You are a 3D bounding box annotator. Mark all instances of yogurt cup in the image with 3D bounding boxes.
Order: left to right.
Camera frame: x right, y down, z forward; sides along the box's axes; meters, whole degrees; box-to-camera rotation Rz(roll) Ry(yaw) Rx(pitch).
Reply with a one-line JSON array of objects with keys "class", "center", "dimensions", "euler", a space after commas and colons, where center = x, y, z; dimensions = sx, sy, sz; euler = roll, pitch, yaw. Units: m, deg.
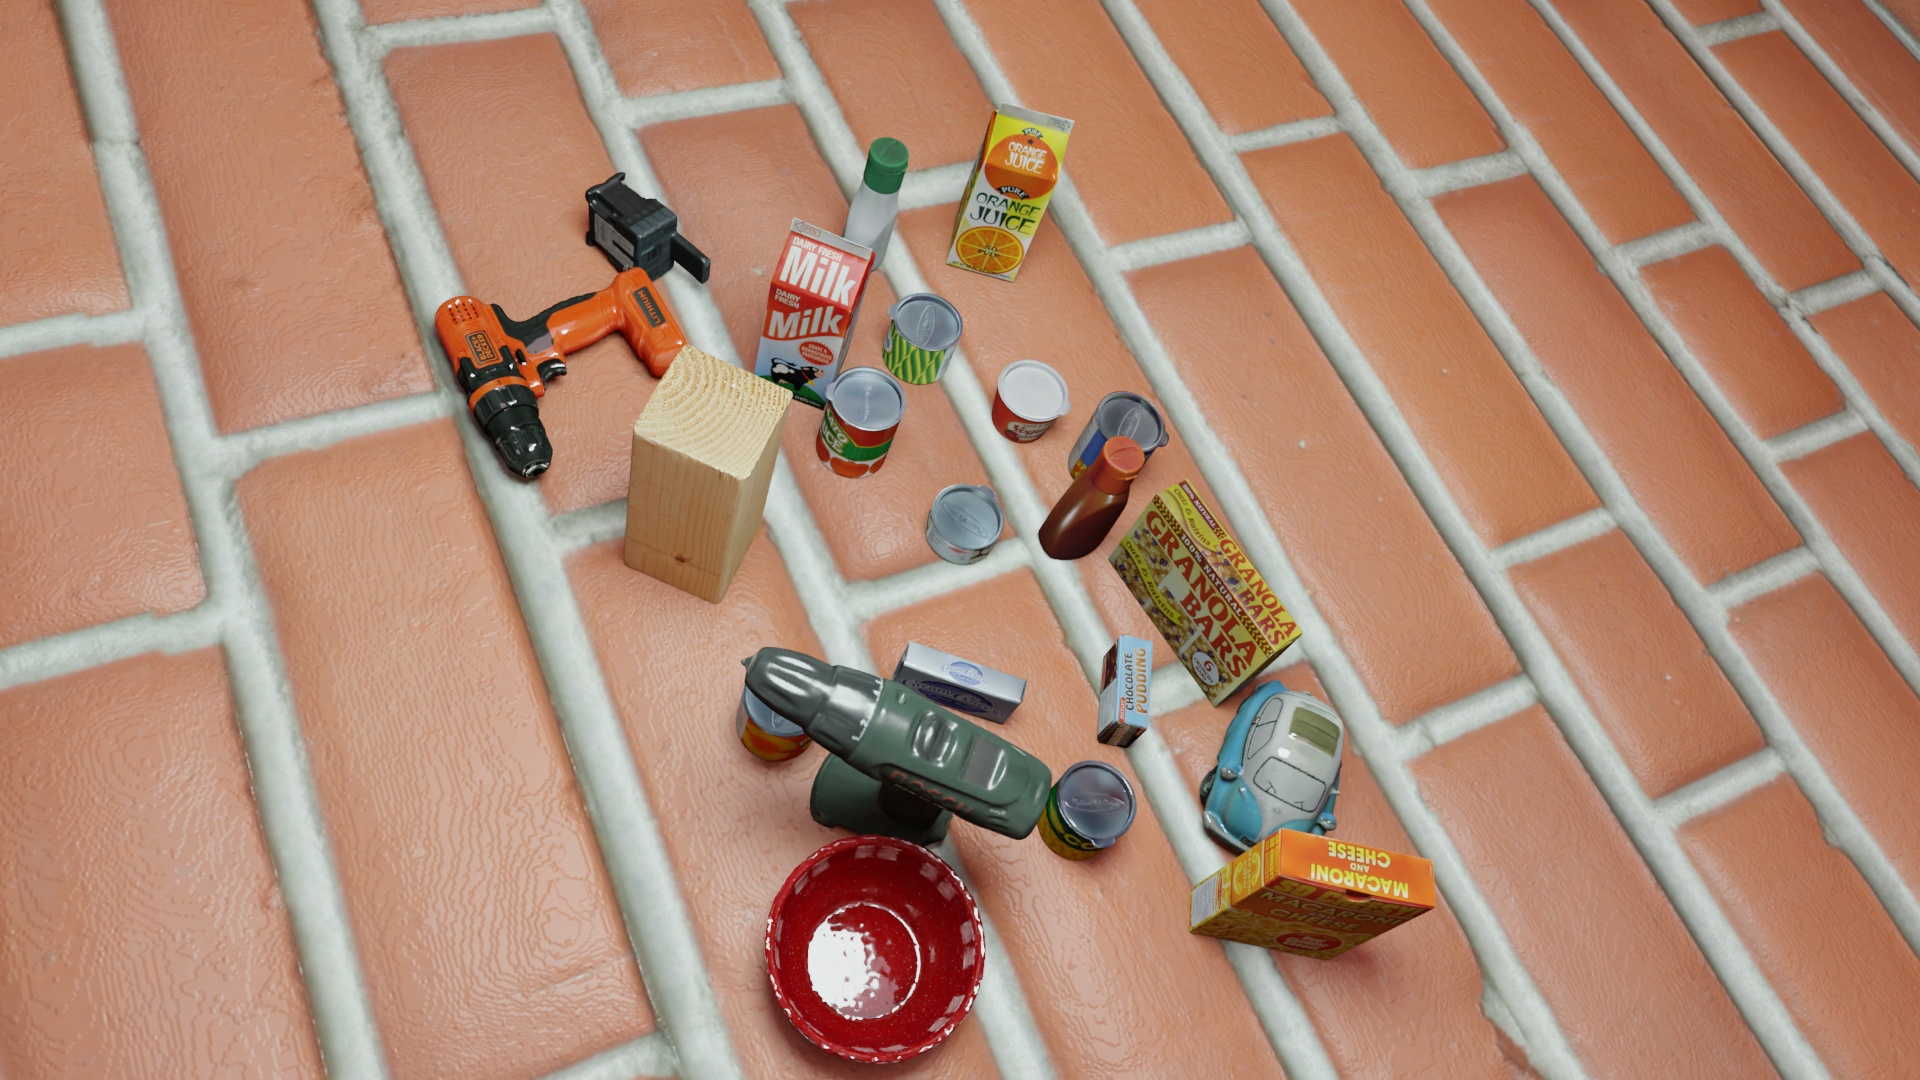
[{"class": "yogurt cup", "center": [0.062, -0.127, 1.300], "dimensions": [0.072, 0.053, 0.073], "euler": [7, 60, -12]}]

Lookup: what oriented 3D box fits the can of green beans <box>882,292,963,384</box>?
[{"class": "can of green beans", "center": [-0.036, -0.189, 1.304], "dimensions": [0.071, 0.057, 0.071], "euler": [7, 60, -12]}]

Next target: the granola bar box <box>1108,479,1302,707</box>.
[{"class": "granola bar box", "center": [0.209, 0.046, 1.202], "dimensions": [0.039, 0.123, 0.166], "euler": [-25, 71, -27]}]

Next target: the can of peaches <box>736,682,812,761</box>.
[{"class": "can of peaches", "center": [-0.139, 0.134, 1.090], "dimensions": [0.071, 0.057, 0.071], "euler": [7, 60, -12]}]

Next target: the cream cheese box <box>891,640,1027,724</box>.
[{"class": "cream cheese box", "center": [-0.002, 0.118, 1.141], "dimensions": [0.104, 0.053, 0.024], "euler": [19, 58, -5]}]

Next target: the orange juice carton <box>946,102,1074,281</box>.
[{"class": "orange juice carton", "center": [0.047, -0.343, 1.336], "dimensions": [0.072, 0.191, 0.073], "euler": [14, 59, -9]}]

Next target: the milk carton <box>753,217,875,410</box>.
[{"class": "milk carton", "center": [-0.126, -0.204, 1.207], "dimensions": [0.072, 0.189, 0.074], "euler": [21, 58, -4]}]

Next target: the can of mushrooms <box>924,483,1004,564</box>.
[{"class": "can of mushrooms", "center": [0.004, -0.015, 1.231], "dimensions": [0.071, 0.033, 0.071], "euler": [7, 60, -12]}]

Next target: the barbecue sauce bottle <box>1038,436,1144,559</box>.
[{"class": "barbecue sauce bottle", "center": [0.118, -0.036, 1.208], "dimensions": [0.065, 0.147, 0.044], "euler": [-16, 67, -24]}]

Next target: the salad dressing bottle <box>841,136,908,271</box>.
[{"class": "salad dressing bottle", "center": [-0.081, -0.316, 1.310], "dimensions": [0.044, 0.147, 0.064], "euler": [31, 58, 2]}]

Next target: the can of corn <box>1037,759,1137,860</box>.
[{"class": "can of corn", "center": [0.100, 0.219, 1.111], "dimensions": [0.071, 0.058, 0.071], "euler": [7, 60, -12]}]

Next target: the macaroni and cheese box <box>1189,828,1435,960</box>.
[{"class": "macaroni and cheese box", "center": [0.265, 0.275, 1.064], "dimensions": [0.124, 0.165, 0.040], "euler": [13, 59, -9]}]

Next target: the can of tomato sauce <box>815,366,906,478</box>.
[{"class": "can of tomato sauce", "center": [-0.091, -0.103, 1.224], "dimensions": [0.071, 0.082, 0.071], "euler": [7, 60, -12]}]

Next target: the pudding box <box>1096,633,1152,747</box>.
[{"class": "pudding box", "center": [0.140, 0.128, 1.180], "dimensions": [0.030, 0.049, 0.084], "euler": [13, 59, -9]}]

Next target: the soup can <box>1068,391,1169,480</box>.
[{"class": "soup can", "center": [0.145, -0.086, 1.283], "dimensions": [0.071, 0.083, 0.071], "euler": [7, 60, -12]}]
